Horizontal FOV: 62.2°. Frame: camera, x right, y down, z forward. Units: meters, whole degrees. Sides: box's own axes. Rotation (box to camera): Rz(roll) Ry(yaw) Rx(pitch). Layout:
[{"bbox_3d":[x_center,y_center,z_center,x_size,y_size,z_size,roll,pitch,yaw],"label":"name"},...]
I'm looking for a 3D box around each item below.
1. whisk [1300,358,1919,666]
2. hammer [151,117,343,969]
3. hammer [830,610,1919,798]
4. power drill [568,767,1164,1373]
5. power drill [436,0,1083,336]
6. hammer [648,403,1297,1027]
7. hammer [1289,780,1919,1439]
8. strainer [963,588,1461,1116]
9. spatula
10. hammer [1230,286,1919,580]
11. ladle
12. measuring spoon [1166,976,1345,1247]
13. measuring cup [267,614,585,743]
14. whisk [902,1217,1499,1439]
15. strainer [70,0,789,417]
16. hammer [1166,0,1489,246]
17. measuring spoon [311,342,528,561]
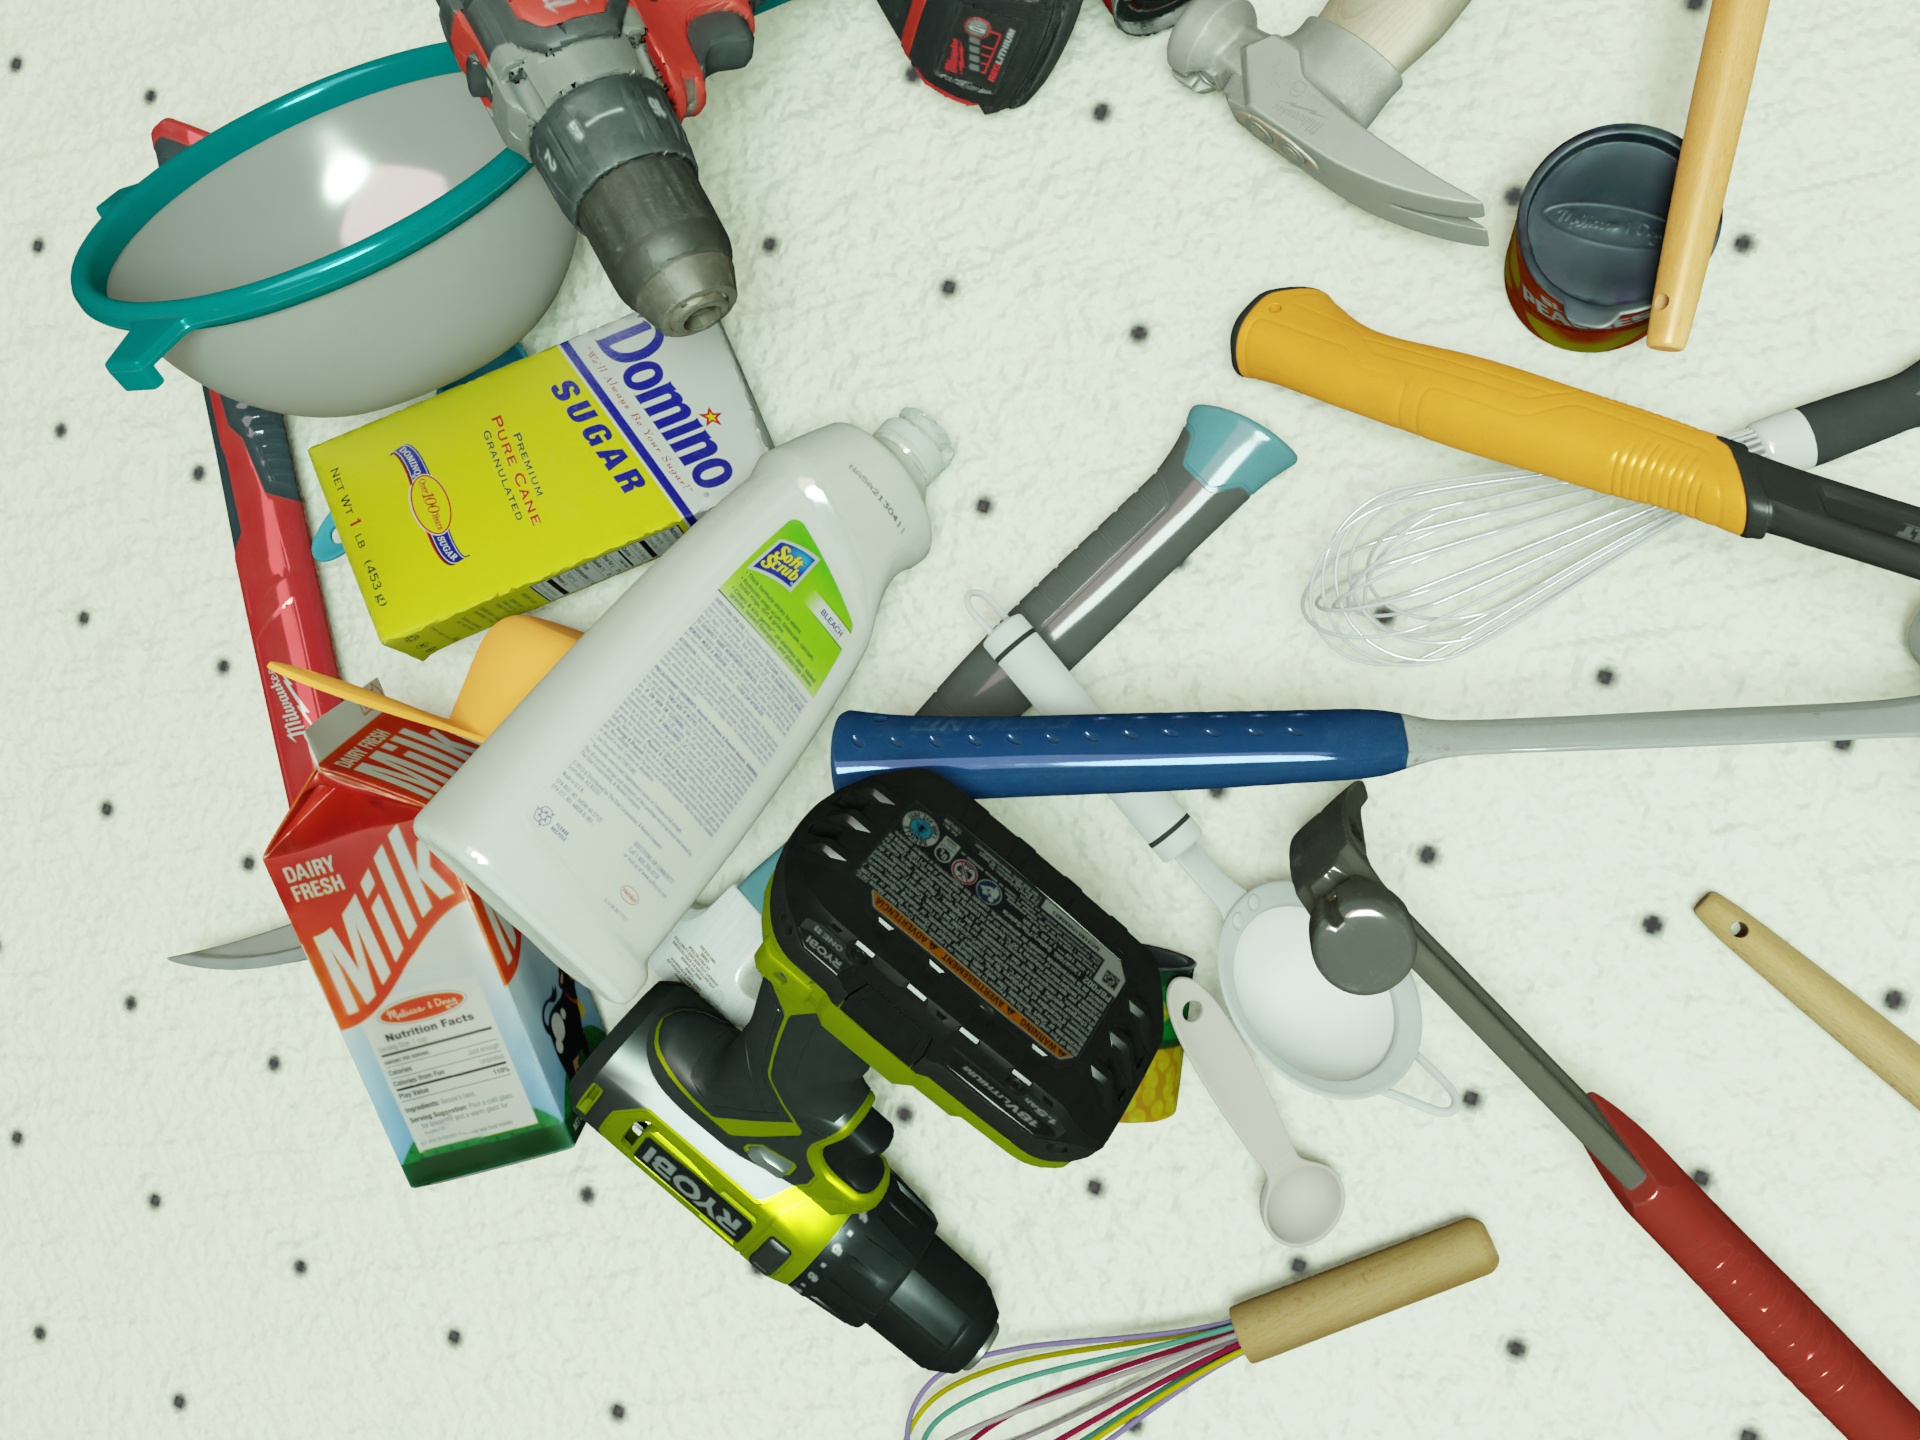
[{"bbox_3d":[0.259,-0.087,0.567,0.284,0.070,0.070,-20,84,8],"label":"whisk"},{"bbox_3d":[-0.328,-0.082,0.725,0.143,0.038,0.386,-15,85,15],"label":"hammer"},{"bbox_3d":[0.158,0.008,0.524,0.405,0.144,0.035,-3,117,9],"label":"hammer"},{"bbox_3d":[-0.029,0.139,0.570,0.190,0.080,0.228,40,134,2],"label":"power drill"},{"bbox_3d":[-0.065,-0.249,0.582,0.226,0.080,0.188,-25,81,-22],"label":"power drill"},{"bbox_3d":[-0.001,-0.002,0.639,0.331,0.033,0.128,-44,78,9],"label":"hammer"},{"bbox_3d":[0.247,0.168,0.544,0.359,0.149,0.036,46,106,0],"label":"hammer"},{"bbox_3d":[0.085,0.050,0.595,0.258,0.087,0.050,50,141,3],"label":"strainer"},{"bbox_3d":[0.254,-0.282,0.507,0.081,0.041,0.322,21,104,58],"label":"spatula"},{"bbox_3d":[0.224,-0.077,0.514,0.337,0.034,0.127,30,64,36],"label":"hammer"},{"bbox_3d":[0.382,0.169,0.539,0.315,0.031,0.069,42,96,14],"label":"ladle"},{"bbox_3d":[0.106,0.144,0.595,0.034,0.018,0.124,-32,105,-9],"label":"measuring spoon"},{"bbox_3d":[-0.182,-0.019,0.619,0.095,0.173,0.052,23,91,38],"label":"measuring cup"},{"bbox_3d":[0.088,0.246,0.605,0.245,0.047,0.051,-25,100,9],"label":"whisk"},{"bbox_3d":[-0.184,-0.218,0.664,0.340,0.095,0.211,-28,43,-9],"label":"strainer"},{"bbox_3d":[0.262,-0.361,0.570,0.410,0.038,0.146,-49,66,7],"label":"hammer"},{"bbox_3d":[-0.236,-0.116,0.699,0.042,0.021,0.128,41,86,11],"label":"measuring spoon"}]
